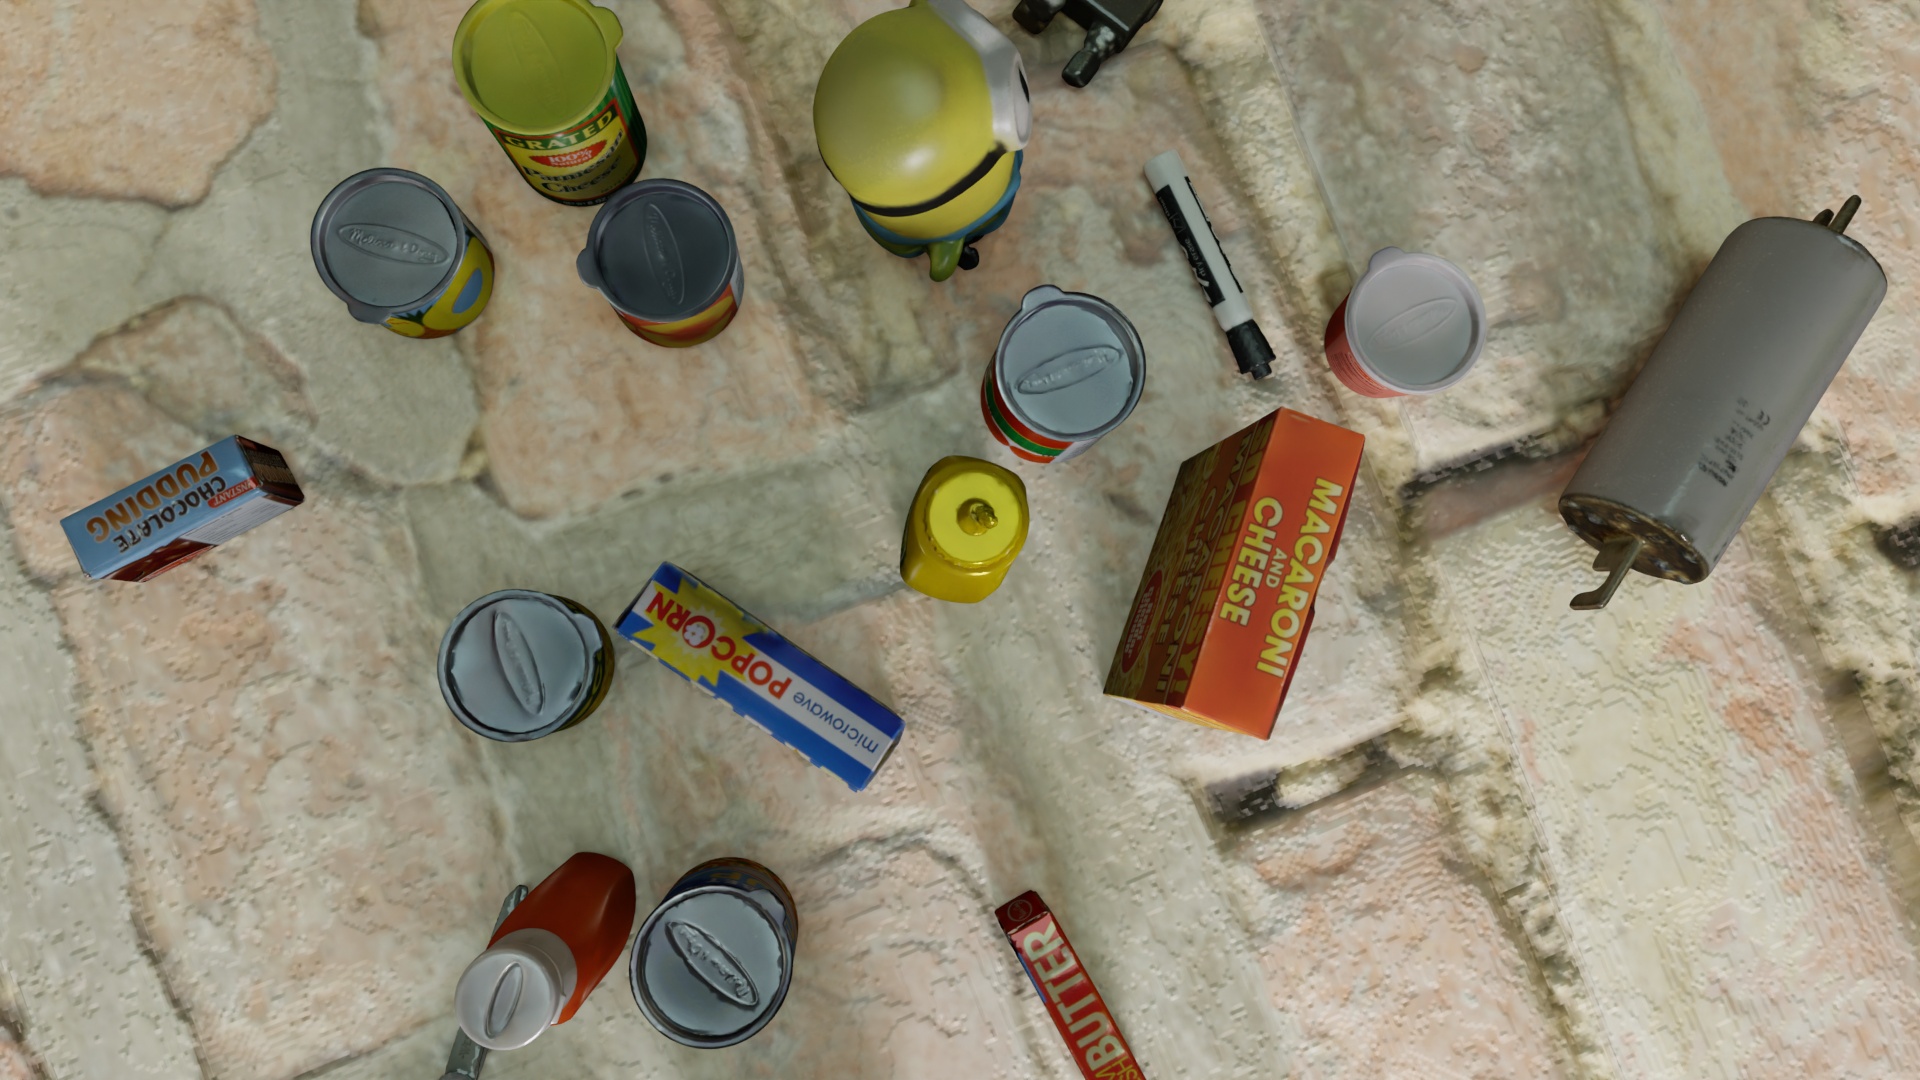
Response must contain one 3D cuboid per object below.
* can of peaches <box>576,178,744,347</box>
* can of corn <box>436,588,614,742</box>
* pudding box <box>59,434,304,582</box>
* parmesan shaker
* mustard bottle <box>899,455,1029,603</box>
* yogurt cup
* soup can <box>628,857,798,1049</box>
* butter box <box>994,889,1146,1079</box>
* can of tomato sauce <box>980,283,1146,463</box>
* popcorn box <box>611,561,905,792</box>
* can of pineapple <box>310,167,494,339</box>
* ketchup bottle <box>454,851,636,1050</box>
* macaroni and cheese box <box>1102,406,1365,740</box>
[{"bbox_3d":[-0.137,-0.127,0.645,0.071,0.058,0.071,0,85,-4],"label":"can of peaches"},{"bbox_3d":[-0.191,0.055,0.625,0.071,0.058,0.071,0,85,-4],"label":"can of corn"},{"bbox_3d":[-0.347,-0.013,0.623,0.084,0.049,0.030,-29,88,-6],"label":"pudding box"},{"bbox_3d":[-0.178,-0.197,0.626,0.071,0.103,0.071,0,86,-4],"label":"parmesan shaker"},{"bbox_3d":[0.002,-0.007,0.595,0.049,0.160,0.065,15,85,-3],"label":"mustard bottle"},{"bbox_3d":[0.211,-0.100,0.673,0.072,0.054,0.072,0,85,-4],"label":"yogurt cup"},{"bbox_3d":[-0.103,0.176,0.609,0.071,0.083,0.071,0,86,-4],"label":"soup can"},{"bbox_3d":[0.052,0.213,0.634,0.024,0.053,0.103,-29,88,-6],"label":"butter box"},{"bbox_3d":[0.044,-0.074,0.643,0.071,0.083,0.071,0,86,-4],"label":"can of tomato sauce"},{"bbox_3d":[-0.086,0.060,0.620,0.127,0.085,0.038,34,84,-1],"label":"popcorn box"},{"bbox_3d":[-0.254,-0.128,0.636,0.071,0.058,0.071,0,85,-4],"label":"can of pineapple"},{"bbox_3d":[-0.168,0.170,0.572,0.043,0.148,0.065,19,85,-3],"label":"ketchup bottle"},{"bbox_3d":[0.113,0.017,0.598,0.040,0.166,0.124,20,84,-3],"label":"macaroni and cheese box"}]
